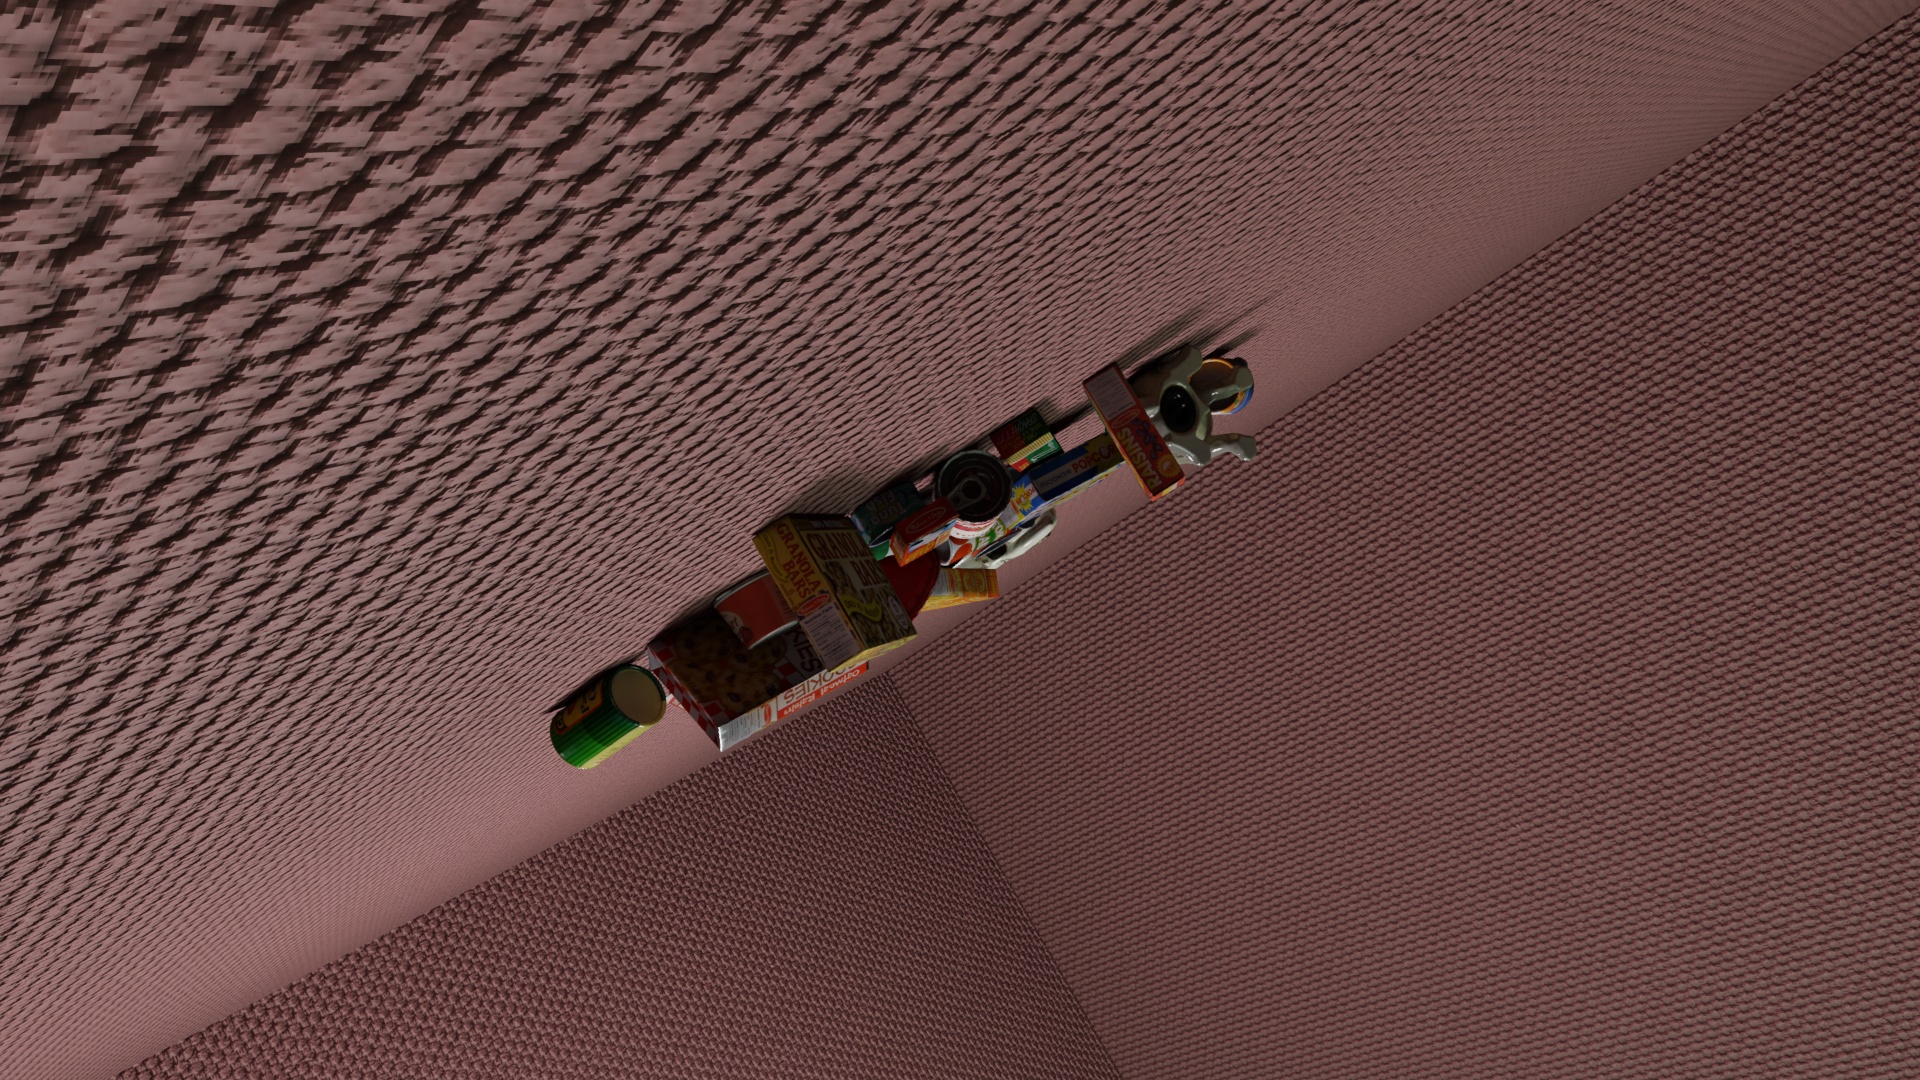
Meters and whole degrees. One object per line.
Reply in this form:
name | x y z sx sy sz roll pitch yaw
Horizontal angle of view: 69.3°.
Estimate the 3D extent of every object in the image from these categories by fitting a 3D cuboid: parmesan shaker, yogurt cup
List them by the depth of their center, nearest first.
yogurt cup | -0.185 0.065 1.278 0.072 0.054 0.072 -31 175 -3
parmesan shaker | -0.338 0.168 1.338 0.102 0.071 0.071 -35 173 32

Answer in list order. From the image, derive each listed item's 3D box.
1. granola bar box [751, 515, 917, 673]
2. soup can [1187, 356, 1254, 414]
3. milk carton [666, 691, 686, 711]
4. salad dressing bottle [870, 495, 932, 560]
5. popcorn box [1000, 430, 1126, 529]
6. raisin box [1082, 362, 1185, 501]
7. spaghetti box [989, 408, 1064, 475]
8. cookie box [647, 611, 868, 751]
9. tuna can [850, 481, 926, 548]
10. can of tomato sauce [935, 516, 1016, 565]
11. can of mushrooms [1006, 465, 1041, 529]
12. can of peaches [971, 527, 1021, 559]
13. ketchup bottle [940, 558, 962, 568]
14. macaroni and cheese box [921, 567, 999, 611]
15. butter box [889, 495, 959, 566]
granola bar box | -0.099 0.040 1.150 0.039 0.124 0.165 -32 174 11
soup can | 0.300 -0.181 1.602 0.071 0.071 0.084 -33 173 20
milk carton | -0.234 0.128 1.481 0.191 0.073 0.072 -27 173 -29
salad dressing bottle | -0.061 -0.008 1.340 0.064 0.044 0.148 -36 172 36
popcorn box | 0.104 -0.063 1.427 0.127 0.038 0.085 -28 173 -31
raisin box | 0.162 -0.099 1.296 0.040 0.123 0.086 -32 174 5
spaghetti box | 0.070 -0.091 1.366 0.050 0.029 0.250 -32 174 6
cookie box | -0.190 0.112 1.312 0.168 0.123 0.040 -27 142 -31
tuna can | -0.064 -0.023 1.246 0.071 0.033 0.071 -30 174 -3
can of tomato sauce | 0.005 -0.018 1.456 0.083 0.071 0.071 -27 173 -28
can of mushrooms | 0.063 -0.046 1.513 0.071 0.071 0.033 -30 176 -3
can of peaches | 0.029 -0.019 1.637 0.071 0.058 0.071 -30 174 -3
ketchup bottle | -0.030 0.013 1.671 0.065 0.043 0.148 -23 174 2
macaroni and cheese box | -0.048 0.060 1.682 0.123 0.040 0.167 -12 172 32
butter box | -0.034 -0.007 1.235 0.053 0.024 0.103 -31 173 -11
